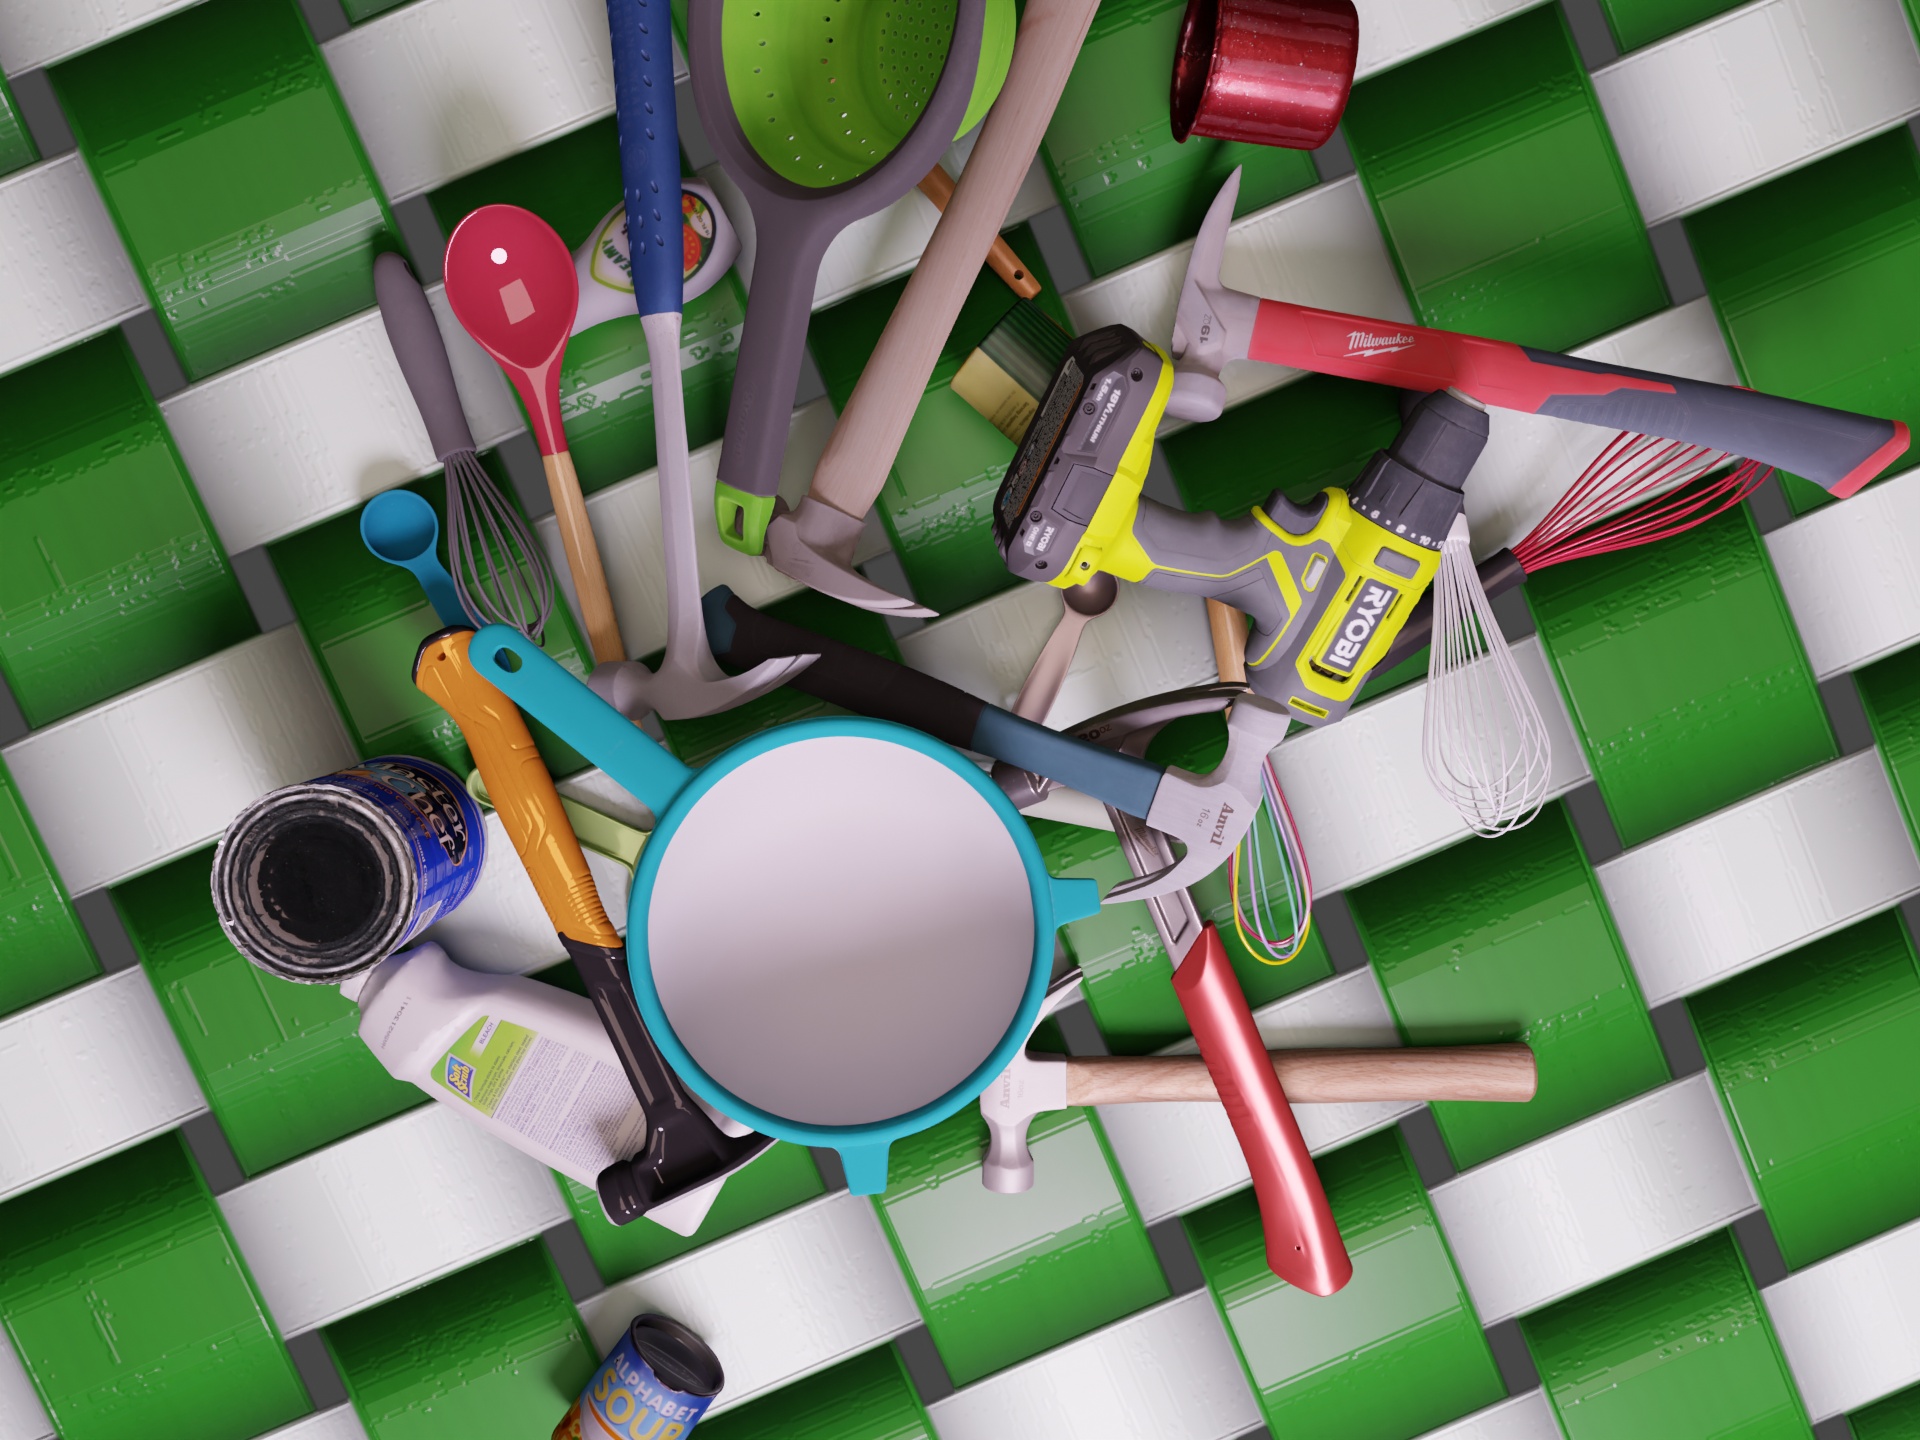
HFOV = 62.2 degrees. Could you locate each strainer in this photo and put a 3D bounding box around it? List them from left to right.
[{"bbox_3d":[-0.165,0.088,0.903,0.256,0.069,0.151,25,93,-5],"label":"strainer"},{"bbox_3d":[-0.111,0.067,0.825,0.340,0.095,0.211,38,82,2],"label":"strainer"}]

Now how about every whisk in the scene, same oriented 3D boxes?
[{"bbox_3d":[-0.282,-0.151,0.895,0.055,0.055,0.239,-20,90,-1],"label":"whisk"},{"bbox_3d":[0.021,0.039,0.922,0.246,0.059,0.057,11,131,-7],"label":"whisk"},{"bbox_3d":[0.167,0.022,0.926,0.047,0.051,0.245,-10,92,4],"label":"whisk"},{"bbox_3d":[0.274,-0.074,0.881,0.070,0.070,0.285,-3,71,-2],"label":"whisk"},{"bbox_3d":[0.337,-0.101,0.917,0.296,0.073,0.073,-32,95,7],"label":"whisk"}]

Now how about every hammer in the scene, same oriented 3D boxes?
[{"bbox_3d":[-0.205,0.097,0.867,0.127,0.034,0.337,-28,84,8],"label":"hammer"},{"bbox_3d":[-0.151,-0.202,0.836,0.144,0.035,0.405,-1,95,34],"label":"hammer"},{"bbox_3d":[-0.001,-0.003,0.852,0.331,0.033,0.128,21,106,14],"label":"hammer"},{"bbox_3d":[0.008,-0.256,0.851,0.146,0.038,0.410,29,96,37],"label":"hammer"},{"bbox_3d":[0.151,0.158,0.888,0.149,0.037,0.359,-20,100,21],"label":"hammer"},{"bbox_3d":[0.176,0.209,0.945,0.331,0.031,0.130,-1,95,-3],"label":"hammer"},{"bbox_3d":[0.312,-0.201,0.870,0.386,0.038,0.143,13,83,9],"label":"hammer"}]

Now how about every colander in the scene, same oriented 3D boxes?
[{"bbox_3d":[-0.057,-0.281,0.838,0.205,0.094,0.397,27,113,35],"label":"colander"}]

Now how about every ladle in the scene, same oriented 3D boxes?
[{"bbox_3d":[-0.217,-0.123,0.882,0.069,0.031,0.315,-13,106,-4],"label":"ladle"}]

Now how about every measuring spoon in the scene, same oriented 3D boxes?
[{"bbox_3d":[-0.297,-0.074,0.916,0.042,0.021,0.128,-32,104,-7],"label":"measuring spoon"},{"bbox_3d":[0.055,-0.036,0.927,0.034,0.018,0.124,26,92,2],"label":"measuring spoon"}]

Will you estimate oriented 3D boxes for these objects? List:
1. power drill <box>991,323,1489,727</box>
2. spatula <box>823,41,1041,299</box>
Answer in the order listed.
[{"bbox_3d":[0.150,-0.116,0.837,0.228,0.080,0.190,20,112,-15],"label":"power drill"},{"bbox_3d":[-0.066,-0.361,0.888,0.081,0.041,0.322,-43,96,1],"label":"spatula"}]
